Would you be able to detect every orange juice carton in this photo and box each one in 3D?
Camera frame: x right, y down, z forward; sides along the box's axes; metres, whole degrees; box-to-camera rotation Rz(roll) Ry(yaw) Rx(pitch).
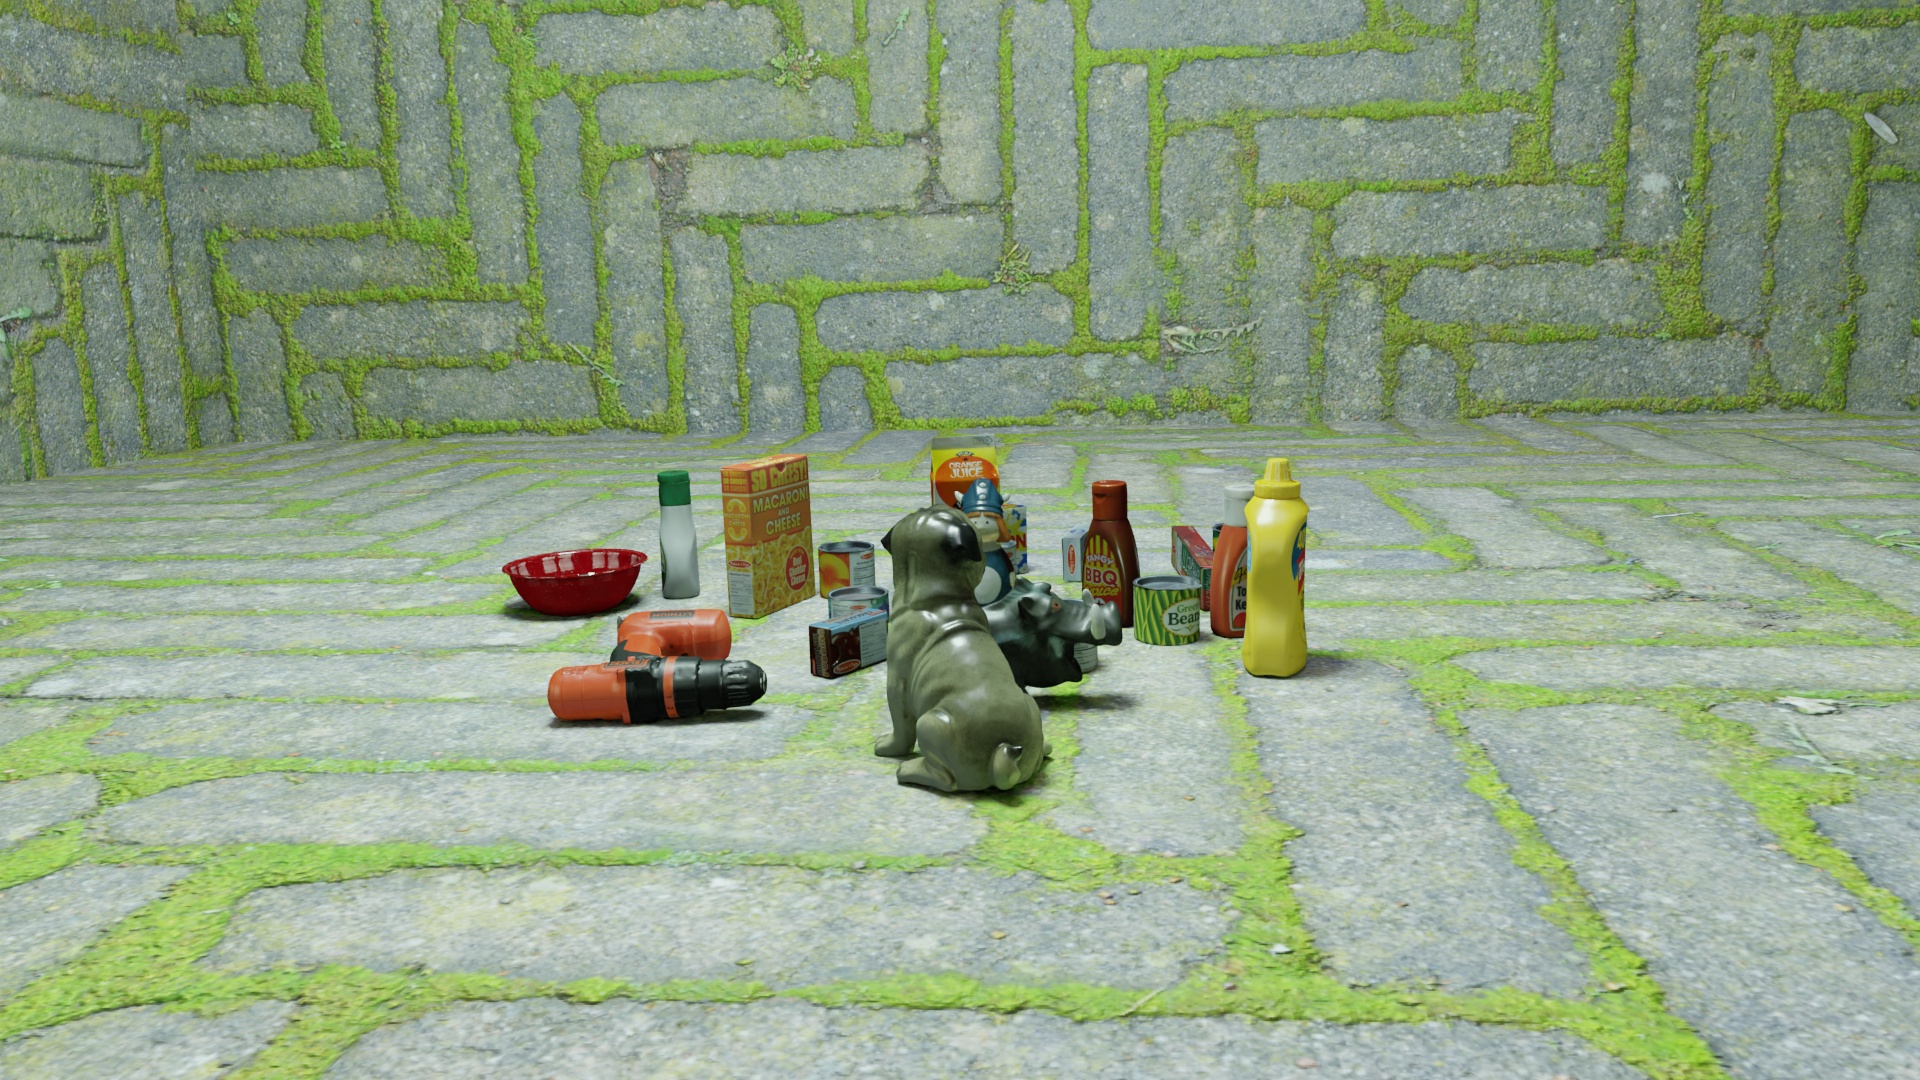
[{"bbox_3d":[0.005,-0.019,1.513,0.072,0.192,0.073,-3,10,-4],"label":"orange juice carton"}]

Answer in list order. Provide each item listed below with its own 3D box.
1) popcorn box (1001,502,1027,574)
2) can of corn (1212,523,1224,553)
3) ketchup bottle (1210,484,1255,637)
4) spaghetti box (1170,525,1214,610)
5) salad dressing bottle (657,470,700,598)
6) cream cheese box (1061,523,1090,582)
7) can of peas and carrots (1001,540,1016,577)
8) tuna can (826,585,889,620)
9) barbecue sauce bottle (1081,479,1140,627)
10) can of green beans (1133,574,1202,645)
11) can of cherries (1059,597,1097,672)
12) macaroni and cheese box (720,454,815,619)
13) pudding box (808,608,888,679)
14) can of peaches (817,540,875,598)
[{"bbox_3d":[0.020,0.004,1.678,0.127,0.085,0.038,-8,12,-32],"label":"popcorn box"},{"bbox_3d":[0.331,0.013,1.654,0.071,0.058,0.071,-2,11,0],"label":"can of corn"},{"bbox_3d":[0.280,0.019,1.385,0.065,0.148,0.043,-6,11,-23],"label":"ketchup bottle"},{"bbox_3d":[0.272,0.028,1.602,0.029,0.050,0.250,-2,11,1],"label":"spaghetti box"},{"bbox_3d":[-0.332,-0.008,1.628,0.044,0.147,0.064,-3,10,-7],"label":"salad dressing bottle"},{"bbox_3d":[0.144,0.014,1.688,0.024,0.053,0.104,1,11,15],"label":"cream cheese box"},{"bbox_3d":[0.031,0.031,1.602,0.071,0.058,0.071,-2,11,0],"label":"can of peas and carrots"},{"bbox_3d":[-0.108,0.071,1.487,0.071,0.032,0.071,-2,11,0],"label":"tuna can"},{"bbox_3d":[0.156,0.013,1.441,0.065,0.148,0.044,8,14,43],"label":"barbecue sauce bottle"},{"bbox_3d":[0.205,0.069,1.380,0.071,0.057,0.071,-2,11,0],"label":"can of green beans"},{"bbox_3d":[0.093,0.089,1.293,0.071,0.058,0.071,-2,11,0],"label":"can of cherries"},{"bbox_3d":[-0.213,-0.007,1.557,0.040,0.166,0.124,3,11,26],"label":"macaroni and cheese box"},{"bbox_3d":[-0.104,0.096,1.310,0.030,0.049,0.084,6,13,37],"label":"pudding box"},{"bbox_3d":[-0.133,0.034,1.615,0.071,0.058,0.071,-2,11,0],"label":"can of peaches"}]
